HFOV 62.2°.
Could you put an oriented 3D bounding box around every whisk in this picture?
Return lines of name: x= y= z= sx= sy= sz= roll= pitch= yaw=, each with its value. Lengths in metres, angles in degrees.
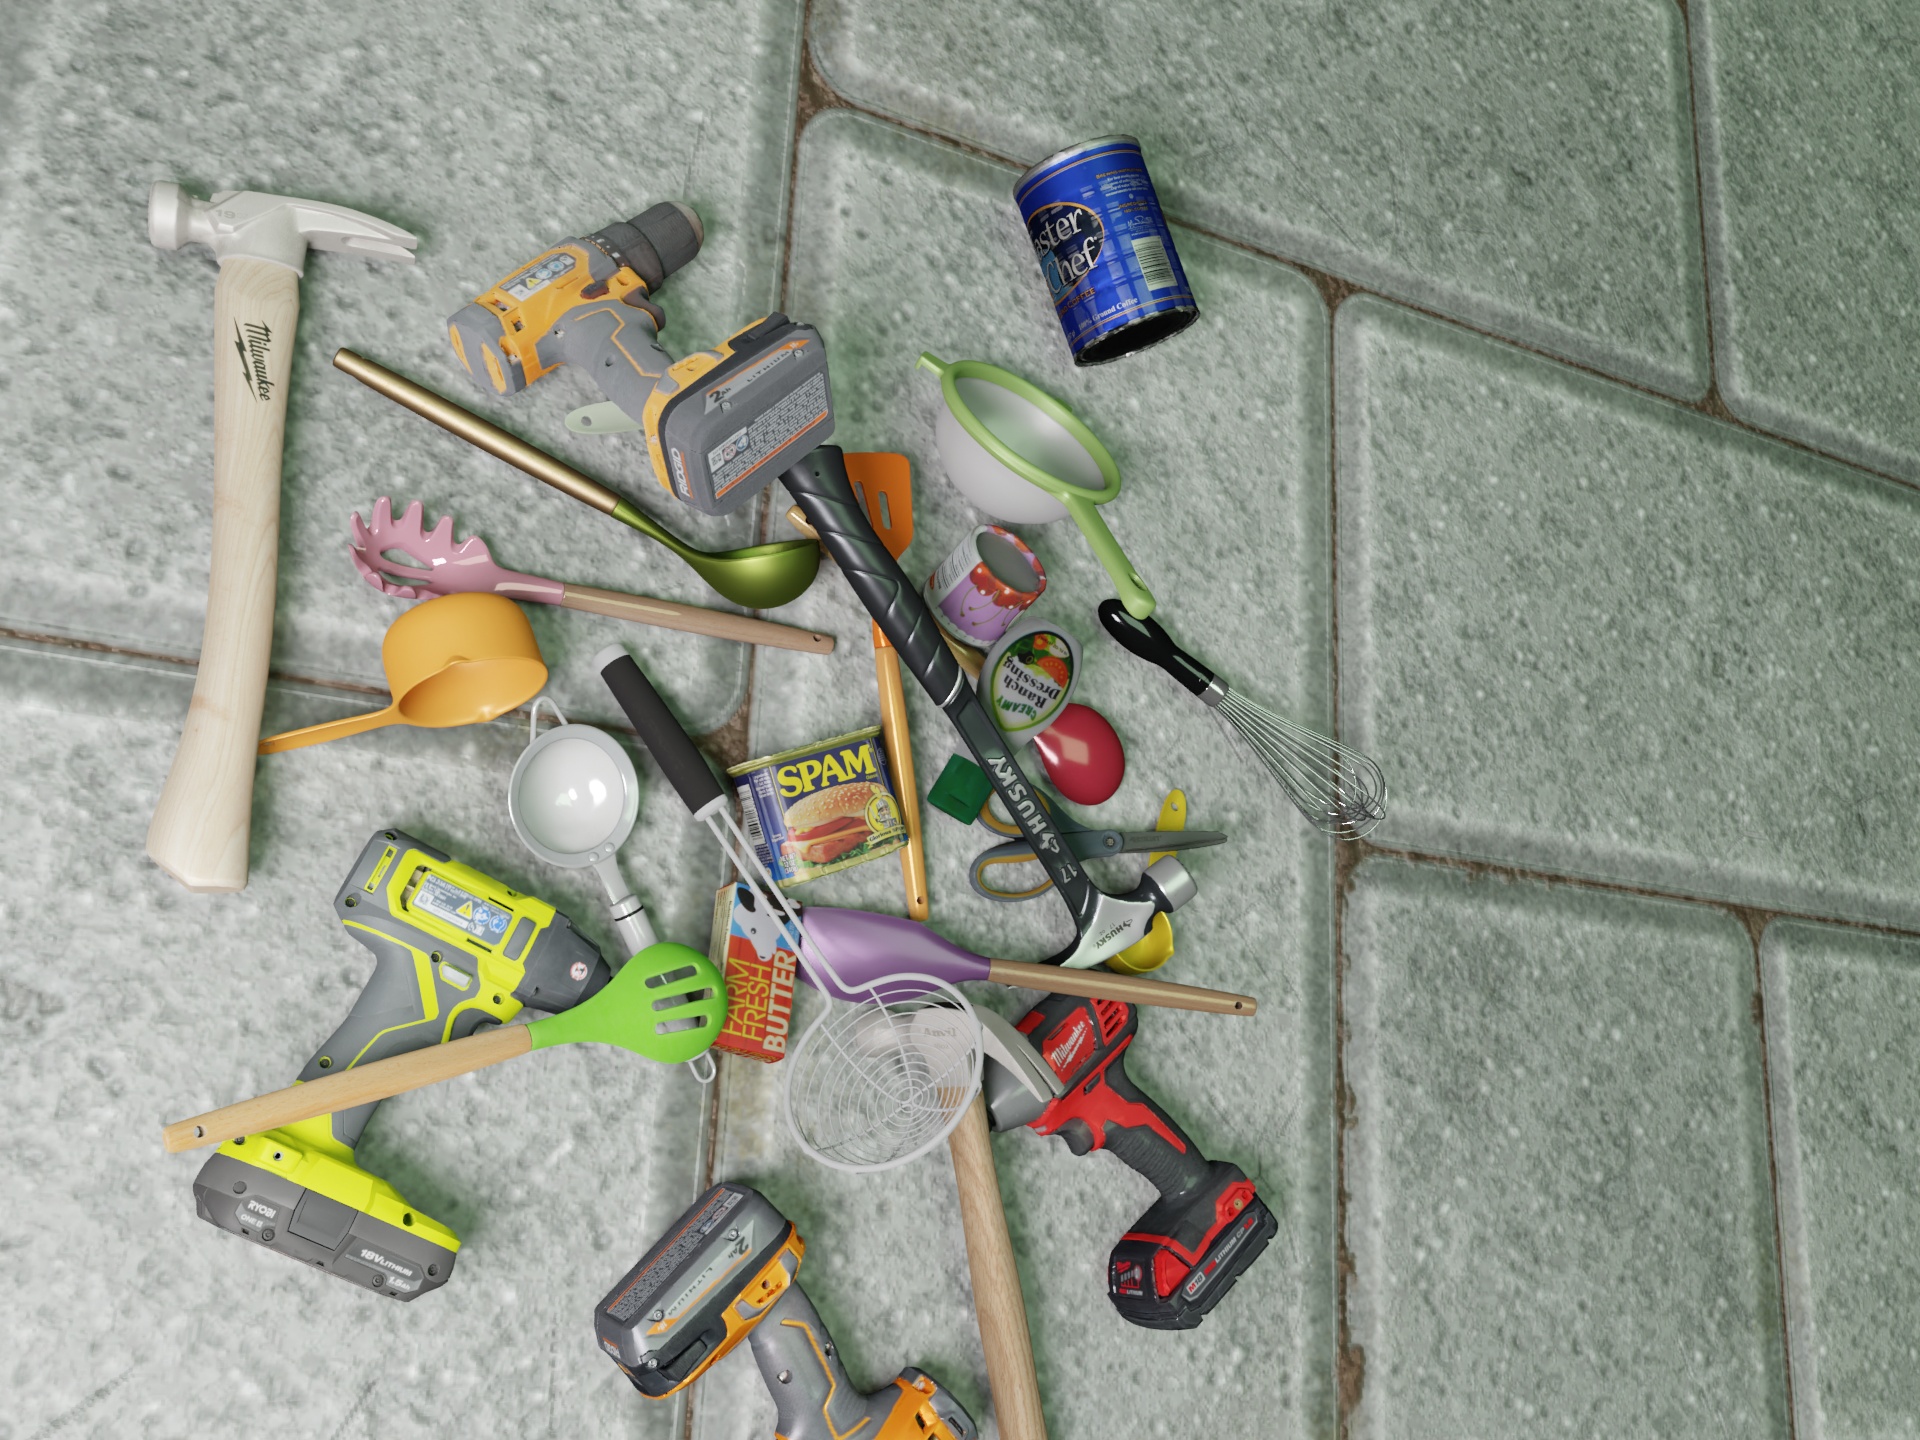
whisk: x=0.217 y=-0.005 z=1.216 sx=0.284 sy=0.070 sz=0.070 roll=37 pitch=64 yaw=-12

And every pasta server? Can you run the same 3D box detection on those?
pasta server: x=-0.223 y=-0.078 z=1.002 sx=0.316 sy=0.040 sz=0.060 roll=10 pitch=63 yaw=-27

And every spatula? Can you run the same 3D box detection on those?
spatula: x=0.043 y=0.170 z=1.049 sx=0.316 sy=0.018 sz=0.060 roll=9 pitch=88 yaw=-8
spatula: x=-0.050 y=-0.025 z=1.079 sx=0.081 sy=0.041 sz=0.322 roll=-7 pitch=91 yaw=-19

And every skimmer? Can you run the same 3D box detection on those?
skimmer: x=-0.119 y=0.099 z=0.948 sx=0.127 sy=0.090 sz=0.363 roll=-35 pitch=82 yaw=-4

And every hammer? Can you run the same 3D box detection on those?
hammer: x=0.022 y=0.342 z=1.010 sx=0.031 sy=0.130 sz=0.331 roll=-14 pitch=94 yaw=-60
hammer: x=-0.002 y=-0.003 z=1.043 sx=0.149 sy=0.036 sz=0.408 roll=-36 pitch=105 yaw=-9
hammer: x=-0.394 y=-0.108 z=0.898 sx=0.146 sy=0.038 sz=0.411 roll=4 pitch=75 yaw=-21

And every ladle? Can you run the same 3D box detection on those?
ladle: x=-0.236 y=-0.159 z=1.004 sx=0.320 sy=0.078 sz=0.062 roll=28 pitch=94 yaw=-15
ladle: x=0.002 y=-0.048 z=1.124 sx=0.315 sy=0.031 sz=0.069 roll=39 pitch=64 yaw=-14

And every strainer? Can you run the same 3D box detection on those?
strainer: x=0.057 y=-0.147 z=1.109 sx=0.151 sy=0.069 sz=0.257 roll=9 pitch=42 yaw=-41
strainer: x=-0.209 y=0.107 z=0.966 sx=0.087 sy=0.050 sz=0.258 roll=-30 pitch=99 yaw=-39

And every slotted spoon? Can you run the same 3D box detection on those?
slotted spoon: x=-0.256 y=0.179 z=0.851 sx=0.313 sy=0.031 sz=0.070 roll=-10 pitch=81 yaw=-38

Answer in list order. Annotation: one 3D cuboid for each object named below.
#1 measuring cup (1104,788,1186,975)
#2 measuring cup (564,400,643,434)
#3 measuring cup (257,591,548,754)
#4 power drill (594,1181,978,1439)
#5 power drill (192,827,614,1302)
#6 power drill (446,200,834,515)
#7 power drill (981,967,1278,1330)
measuring cup: x=0.136 y=0.117 z=1.164 sx=0.062 sy=0.029 sz=0.157 roll=33 pitch=53 yaw=-15
measuring cup: x=-0.183 y=-0.201 z=1.052 sx=0.167 sy=0.038 sz=0.083 roll=-13 pitch=85 yaw=-28
measuring cup: x=-0.330 y=-0.026 z=0.919 sx=0.173 sy=0.095 sz=0.052 roll=-16 pitch=72 yaw=-10
power drill: x=-0.109 y=0.404 z=0.930 sx=0.164 sy=0.084 sz=0.226 roll=-44 pitch=104 yaw=-28
power drill: x=-0.297 y=0.193 z=0.879 sx=0.171 sy=0.080 sz=0.223 roll=32 pitch=63 yaw=-19
power drill: x=-0.179 y=-0.238 z=0.987 sx=0.226 sy=0.084 sz=0.185 roll=33 pitch=60 yaw=25
power drill: x=0.101 y=0.292 z=1.072 sx=0.143 sy=0.078 sz=0.219 roll=-37 pitch=94 yaw=-30
